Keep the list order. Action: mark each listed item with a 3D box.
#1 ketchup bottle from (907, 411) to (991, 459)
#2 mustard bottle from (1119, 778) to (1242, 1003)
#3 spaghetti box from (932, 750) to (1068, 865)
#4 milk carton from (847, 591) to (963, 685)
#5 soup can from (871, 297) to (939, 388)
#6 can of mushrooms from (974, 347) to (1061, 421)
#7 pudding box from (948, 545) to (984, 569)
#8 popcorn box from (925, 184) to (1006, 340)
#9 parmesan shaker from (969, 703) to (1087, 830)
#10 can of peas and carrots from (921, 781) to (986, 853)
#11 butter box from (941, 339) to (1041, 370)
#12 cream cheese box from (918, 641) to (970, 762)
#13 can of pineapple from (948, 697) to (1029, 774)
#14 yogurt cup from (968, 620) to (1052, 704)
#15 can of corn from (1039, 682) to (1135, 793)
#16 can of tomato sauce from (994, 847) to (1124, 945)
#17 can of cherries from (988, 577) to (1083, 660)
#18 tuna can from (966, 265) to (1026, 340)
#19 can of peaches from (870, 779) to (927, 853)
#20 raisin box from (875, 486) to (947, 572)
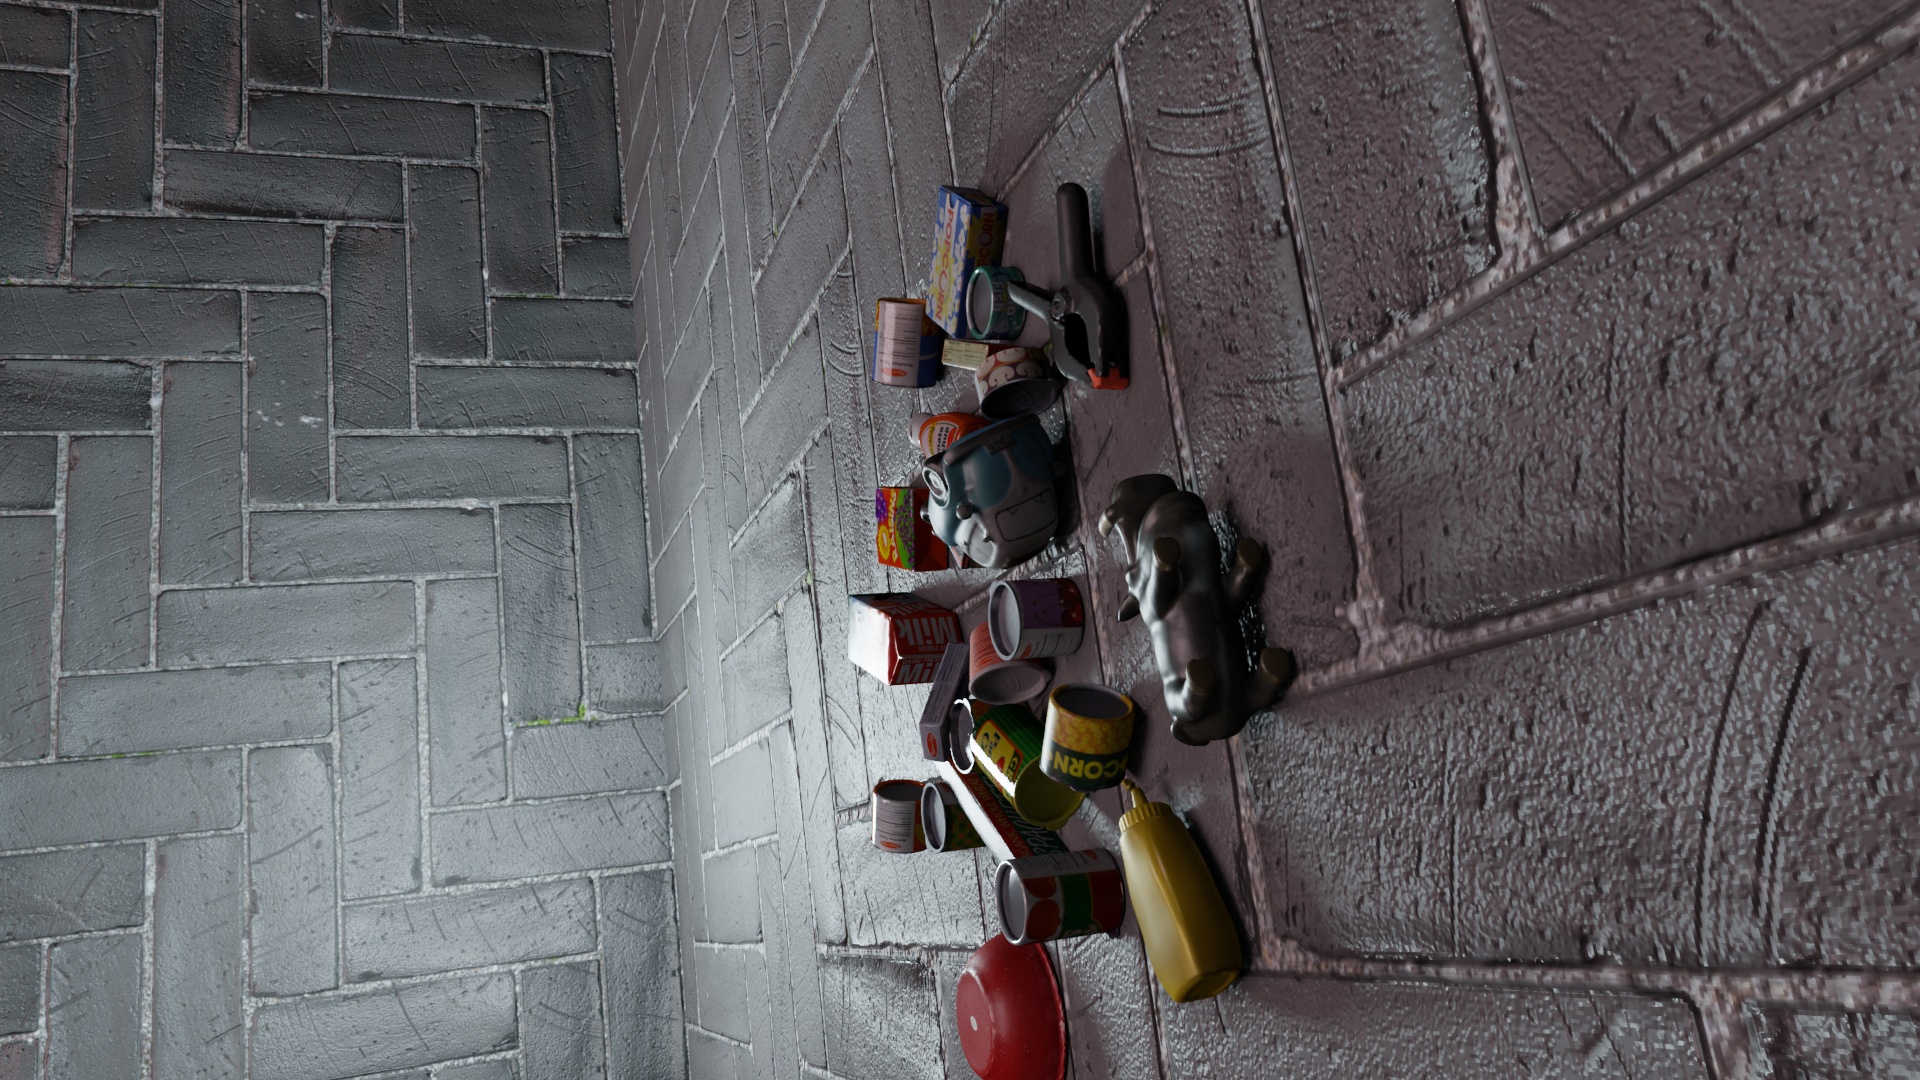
[{"bbox_3d":[-0.010,-0.095,1.335,0.149,0.043,0.064,-148,58,-65],"label":"ketchup bottle"},{"bbox_3d":[0.144,0.233,0.960,0.065,0.049,0.161,113,148,-47],"label":"mustard bottle"},{"bbox_3d":[0.030,0.234,1.250,0.251,0.050,0.028,-133,43,-59],"label":"spaghetti box"},{"bbox_3d":[-0.057,0.102,1.429,0.190,0.072,0.073,-164,73,-67],"label":"milk carton"},{"bbox_3d":[-0.054,-0.202,1.409,0.071,0.071,0.083,-143,55,-63],"label":"soup can"},{"bbox_3d":[0.048,-0.130,1.156,0.070,0.071,0.033,122,141,-55],"label":"can of mushrooms"},{"bbox_3d":[0.005,-0.017,1.320,0.084,0.030,0.049,-117,32,-48],"label":"pudding box"},{"bbox_3d":[0.004,-0.259,1.292,0.085,0.038,0.126,-128,41,-58],"label":"popcorn box"},{"bbox_3d":[0.055,0.188,1.159,0.103,0.071,0.071,-143,54,-63],"label":"parmesan shaker"},{"bbox_3d":[0.001,0.261,1.314,0.071,0.059,0.071,178,89,-69],"label":"can of peas and carrots"},{"bbox_3d":[0.027,-0.161,1.221,0.103,0.053,0.024,-154,67,-65],"label":"butter box"},{"bbox_3d":[-0.011,0.150,1.300,0.053,0.024,0.104,84,-160,-44],"label":"cream cheese box"},{"bbox_3d":[0.028,0.172,1.238,0.071,0.058,0.071,179,89,-68],"label":"can of pineapple"},{"bbox_3d":[0.038,0.103,1.201,0.072,0.072,0.054,115,154,-49],"label":"yogurt cup"},{"bbox_3d":[0.096,0.148,1.048,0.071,0.071,0.058,-135,48,-60],"label":"can of corn"},{"bbox_3d":[0.077,0.281,1.088,0.071,0.083,0.071,179,89,-69],"label":"can of tomato sauce"},{"bbox_3d":[0.061,0.061,1.144,0.071,0.058,0.071,178,89,-69],"label":"can of cherries"},{"bbox_3d":[0.032,-0.210,1.231,0.071,0.033,0.071,179,89,-69],"label":"tuna can"},{"bbox_3d":[-0.060,0.289,1.466,0.071,0.071,0.058,-150,60,-65],"label":"can of peaches"},{"bbox_3d":[-0.053,-0.013,1.455,0.123,0.040,0.086,-171,79,-69],"label":"raisin box"}]
